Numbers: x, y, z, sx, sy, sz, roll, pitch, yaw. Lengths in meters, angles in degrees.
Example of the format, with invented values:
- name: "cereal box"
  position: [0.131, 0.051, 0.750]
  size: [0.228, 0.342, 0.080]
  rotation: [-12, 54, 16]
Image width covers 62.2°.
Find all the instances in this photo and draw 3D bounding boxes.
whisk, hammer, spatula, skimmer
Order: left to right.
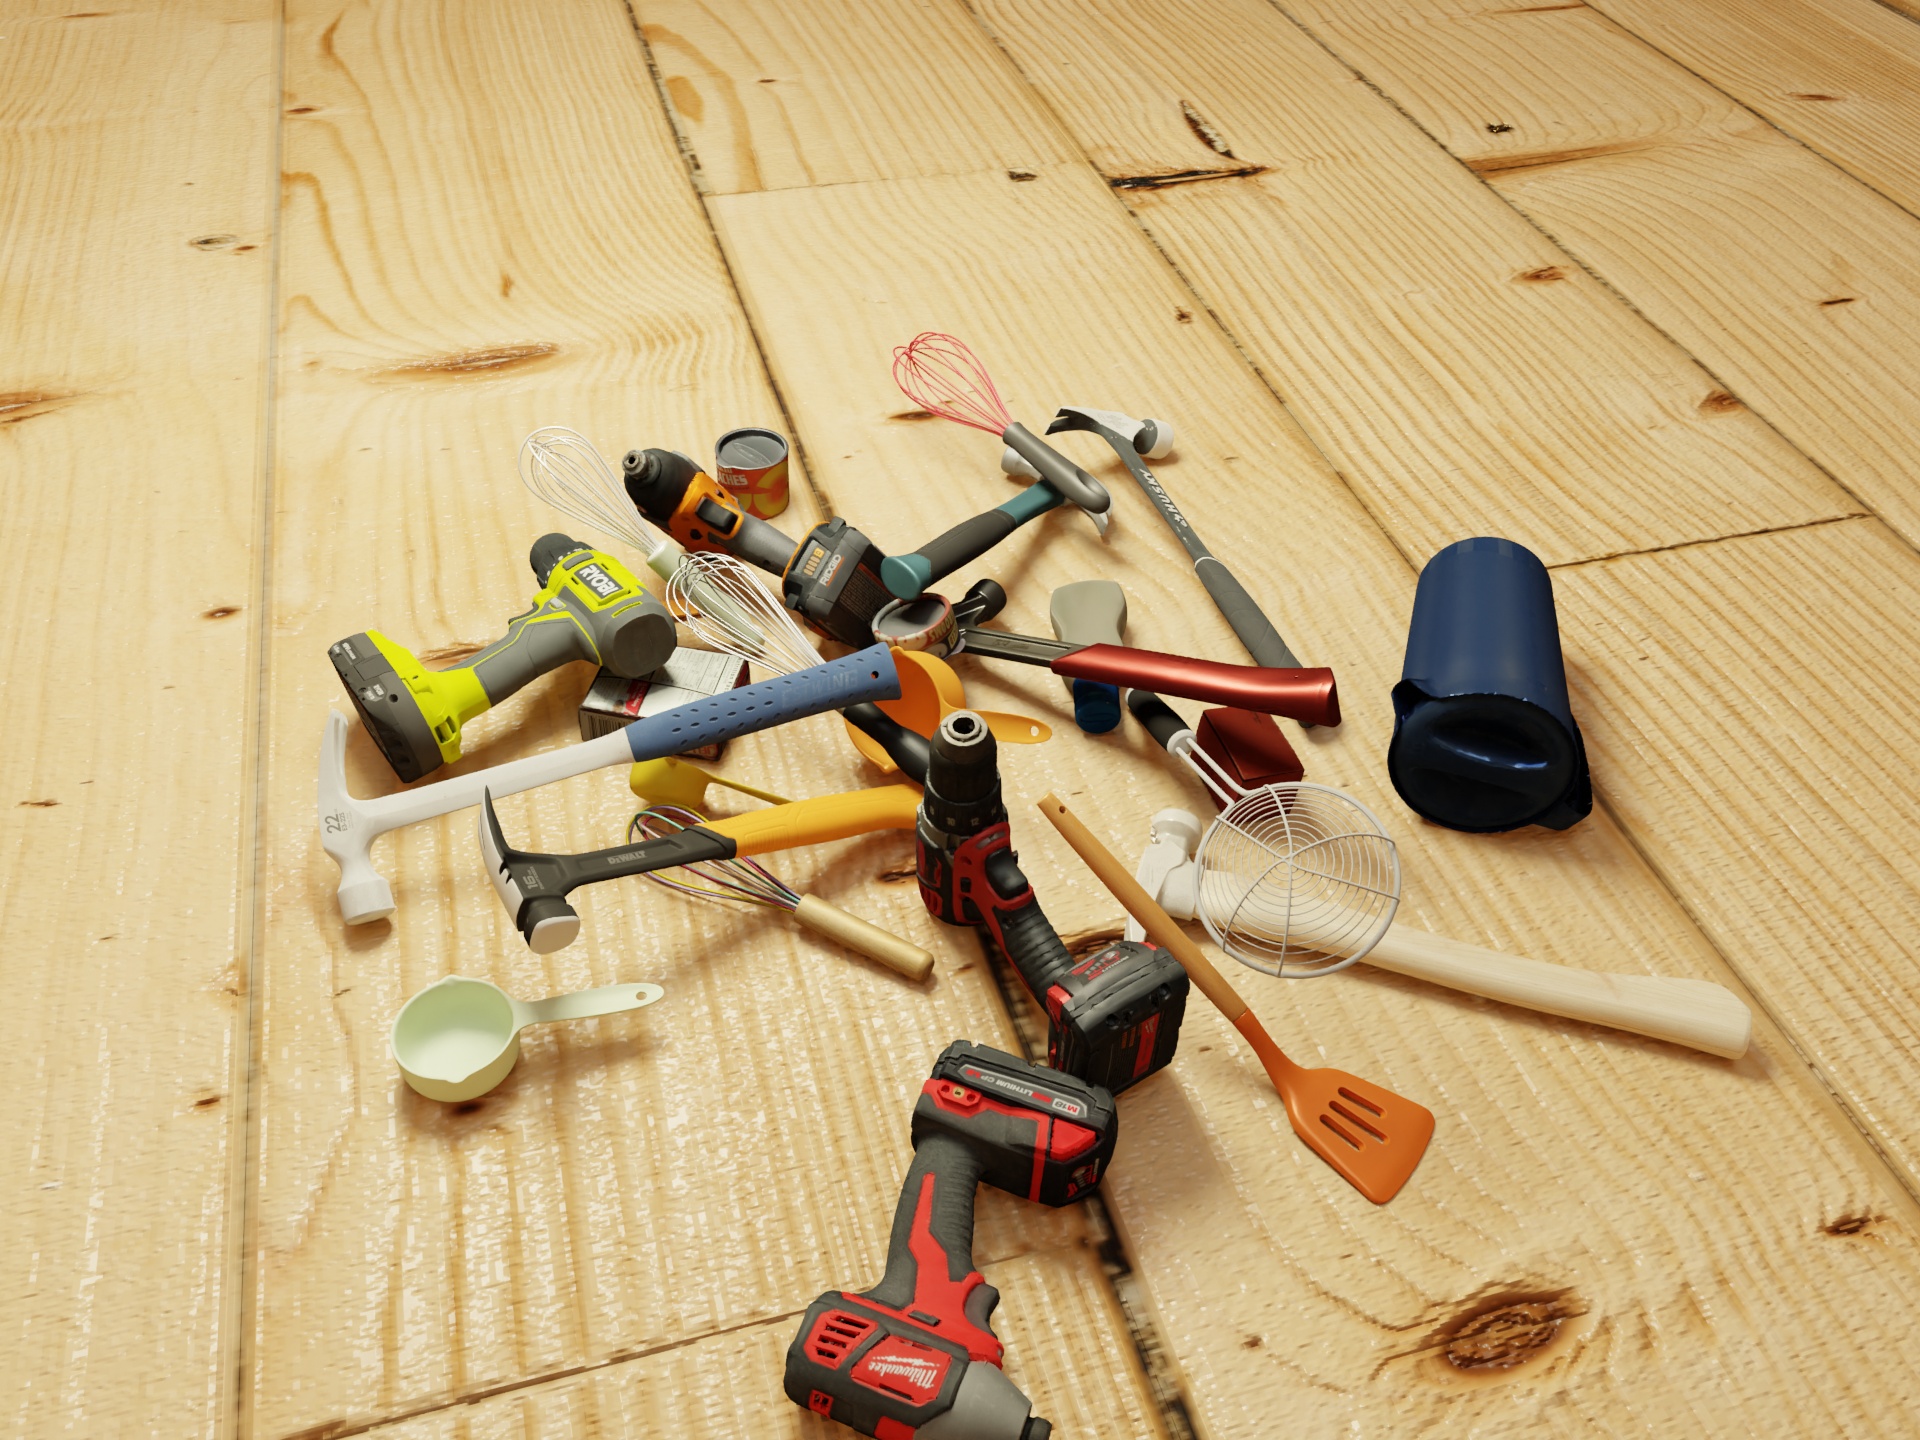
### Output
- name: "hammer"
  position: [-0.242, 0.014, 1.105]
  size: [0.405, 0.035, 0.144]
  rotation: [-16, 84, -8]
- name: "whisk"
  position: [-0.247, -0.138, 1.260]
  size: [0.059, 0.246, 0.058]
  rotation: [-46, 20, 3]
- name: "hammer"
  position: [-0.153, 0.074, 1.081]
  size: [0.336, 0.034, 0.127]
  rotation: [-8, 43, -35]
- name: "whisk"
  position: [-0.127, 0.116, 1.097]
  size: [0.245, 0.051, 0.047]
  rotation: [24, 41, 16]
- name: "whisk"
  position: [-0.109, -0.034, 1.180]
  size: [0.285, 0.070, 0.070]
  rotation: [38, 52, 16]
- name: "hammer"
  position: [0.028, -0.166, 1.353]
  size: [0.128, 0.033, 0.331]
  rotation: [26, 32, 18]
- name: "whisk"
  position: [0.036, -0.271, 1.445]
  size: [0.073, 0.073, 0.296]
  rotation: [-26, 54, -28]
- name: "hammer"
  position: [0.112, -0.036, 1.194]
  size: [0.359, 0.036, 0.149]
  rotation: [12, 45, 36]
- name: "hammer"
  position: [0.205, -0.145, 1.373]
  size: [0.149, 0.036, 0.409]
  rotation: [6, 41, -36]
- name: "spatula"
  position: [0.165, 0.164, 1.003]
  size: [0.322, 0.041, 0.081]
  rotation: [48, 53, 2]
- name: "skimmer"
  position: [0.186, 0.058, 1.110]
  size: [0.127, 0.090, 0.363]
  rotation: [-34, 19, 2]
- name: "hammer"
  position: [0.316, 0.167, 1.075]
  size: [0.410, 0.038, 0.146]
  rotation: [14, 46, 10]

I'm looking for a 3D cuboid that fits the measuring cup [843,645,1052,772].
- name: "measuring cup"
  position: [-0.002, -0.004, 1.181]
  size: [0.174, 0.095, 0.052]
  rotation: [9, 8, 27]

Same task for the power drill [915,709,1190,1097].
- name: "power drill"
  position: [0.044, 0.115, 1.007]
  size: [0.080, 0.187, 0.227]
  rotation: [-25, 54, -21]

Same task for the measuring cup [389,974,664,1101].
- name: "measuring cup"
  position: [-0.271, 0.196, 1.007]
  size: [0.167, 0.038, 0.083]
  rotation: [-8, 45, -15]

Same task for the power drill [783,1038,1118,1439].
- name: "power drill"
  position: [0.008, 0.300, 0.889]
  size: [0.143, 0.078, 0.220]
  rotation: [17, 48, 14]

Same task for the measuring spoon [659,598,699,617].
- name: "measuring spoon"
  position: [-0.255, -0.088, 1.329]
  size: [0.117, 0.011, 0.021]
  rotation: [-9, 45, -18]

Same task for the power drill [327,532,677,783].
- name: "power drill"
  position: [-0.353, -0.062, 1.218]
  size: [0.228, 0.080, 0.191]
  rotation: [-30, 42, -21]

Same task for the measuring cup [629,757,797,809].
- name: "measuring cup"
  position: [-0.166, 0.061, 1.157]
  size: [0.156, 0.062, 0.029]
  rotation: [17, 75, -3]

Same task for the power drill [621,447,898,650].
- name: "power drill"
  position: [-0.168, -0.149, 1.290]
  size: [0.227, 0.164, 0.084]
  rotation: [28, 86, 22]
